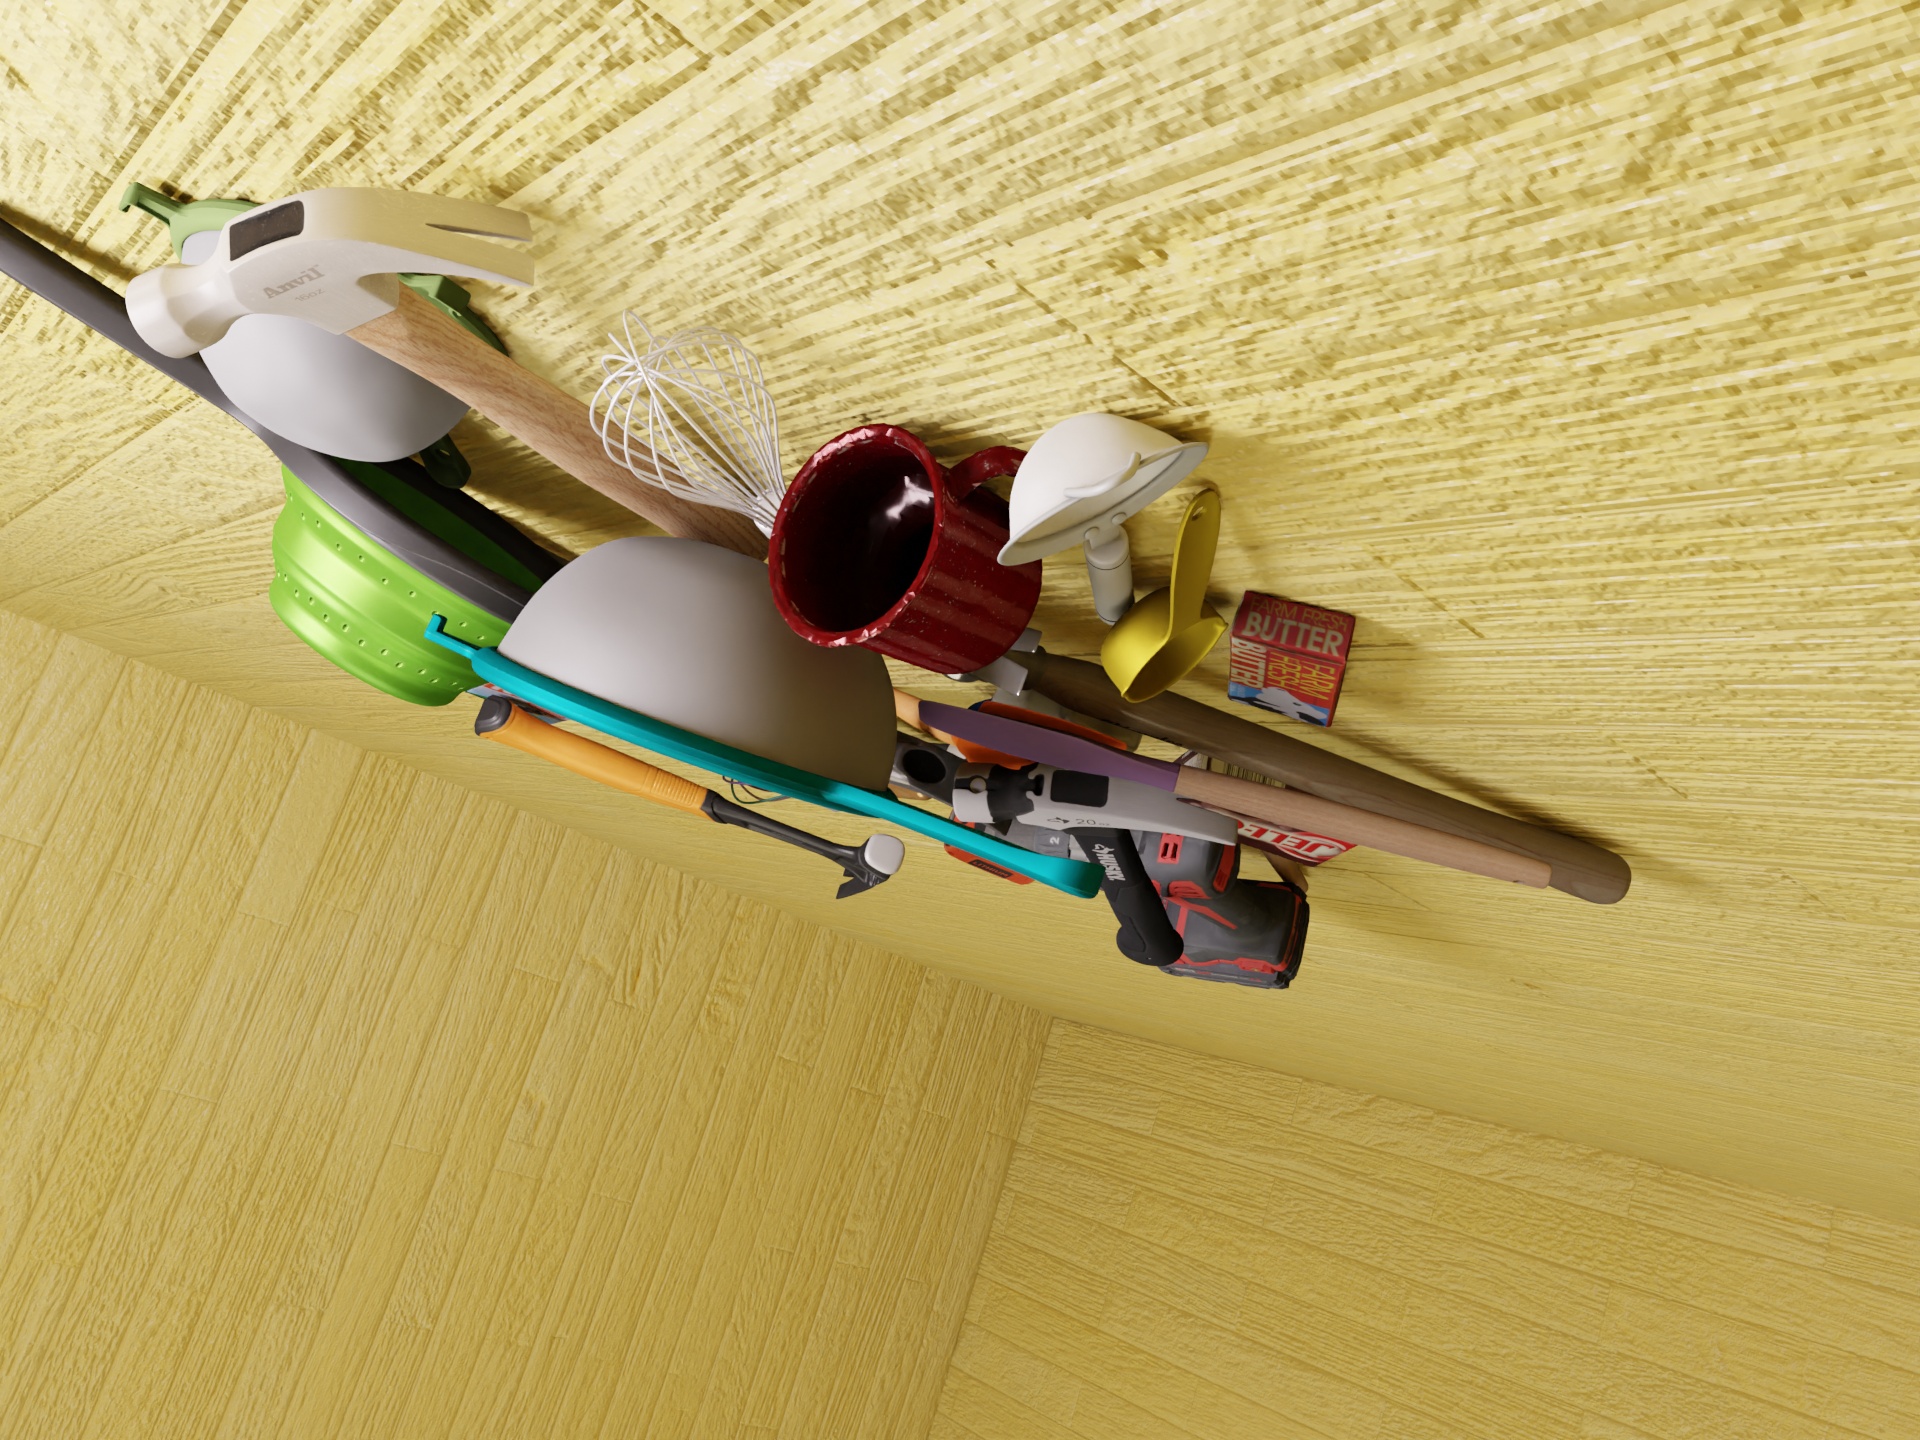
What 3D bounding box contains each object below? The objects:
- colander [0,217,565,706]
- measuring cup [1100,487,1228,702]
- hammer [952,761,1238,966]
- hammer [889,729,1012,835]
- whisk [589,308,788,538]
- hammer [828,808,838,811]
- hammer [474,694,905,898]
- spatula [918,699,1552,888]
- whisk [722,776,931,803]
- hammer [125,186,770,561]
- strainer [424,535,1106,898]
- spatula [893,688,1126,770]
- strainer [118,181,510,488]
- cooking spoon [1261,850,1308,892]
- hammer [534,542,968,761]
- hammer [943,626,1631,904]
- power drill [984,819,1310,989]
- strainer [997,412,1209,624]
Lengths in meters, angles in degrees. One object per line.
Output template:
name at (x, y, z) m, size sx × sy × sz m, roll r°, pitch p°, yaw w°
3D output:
colander at (-0.356, -0.114, 0.813) m, size 0.396 × 0.094 × 0.205 m, roll 35°, pitch -176°, yaw -27°
measuring cup at (0.089, -0.059, 0.681) m, size 0.029 × 0.062 × 0.156 m, roll 51°, pitch 164°, yaw 23°
hammer at (0.105, 0.096, 0.962) m, size 0.146 × 0.035 × 0.334 m, roll 2°, pitch 158°, yaw 15°
hammer at (-0.120, 0.019, 1.114) m, size 0.143 × 0.038 × 0.386 m, roll 26°, pitch 169°, yaw -34°
whisk at (-0.090, -0.101, 0.707) m, size 0.070 × 0.070 × 0.284 m, roll 15°, pitch 171°, yaw 14°
hammer at (-0.052, 0.045, 1.304) m, size 0.144 × 0.035 × 0.406 m, roll 27°, pitch 165°, yaw -33°
hammer at (-0.214, 0.060, 1.240) m, size 0.336 × 0.034 × 0.127 m, roll 23°, pitch 158°, yaw -14°
spatula at (0.131, 0.036, 0.783) m, size 0.316 × 0.018 × 0.059 m, roll 14°, pitch 164°, yaw 6°
whisk at (-0.108, 0.044, 1.216) m, size 0.245 × 0.051 × 0.047 m, roll 3°, pitch 154°, yaw 46°
hammer at (-0.171, -0.128, 0.682) m, size 0.130 × 0.031 × 0.331 m, roll -16°, pitch 161°, yaw 19°
strainer at (-0.066, -0.015, 0.717) m, size 0.341 × 0.095 × 0.210 m, roll 19°, pitch 179°, yaw 36°
spatula at (-0.001, -0.003, 0.941) m, size 0.081 × 0.041 × 0.323 m, roll 17°, pitch -177°, yaw -19°
strainer at (-0.283, -0.144, 0.750) m, size 0.151 × 0.069 × 0.256 m, roll 18°, pitch 166°, yaw 2°
cooking spoon at (0.215, 0.081, 1.125) m, size 0.069 × 0.017 × 0.318 m, roll 7°, pitch 163°, yaw 23°
hammer at (-0.165, -0.044, 1.093) m, size 0.408 × 0.036 × 0.149 m, roll 27°, pitch 165°, yaw -33°
hammer at (0.187, 0.027, 0.846) m, size 0.410 × 0.038 × 0.146 m, roll 19°, pitch -179°, yaw -14°
power drill at (0.140, 0.120, 1.159) m, size 0.188 × 0.080 × 0.226 m, roll 2°, pitch 157°, yaw 34°
strainer at (0.057, -0.075, 0.646) m, size 0.087 × 0.050 × 0.258 m, roll -27°, pitch 167°, yaw 2°
